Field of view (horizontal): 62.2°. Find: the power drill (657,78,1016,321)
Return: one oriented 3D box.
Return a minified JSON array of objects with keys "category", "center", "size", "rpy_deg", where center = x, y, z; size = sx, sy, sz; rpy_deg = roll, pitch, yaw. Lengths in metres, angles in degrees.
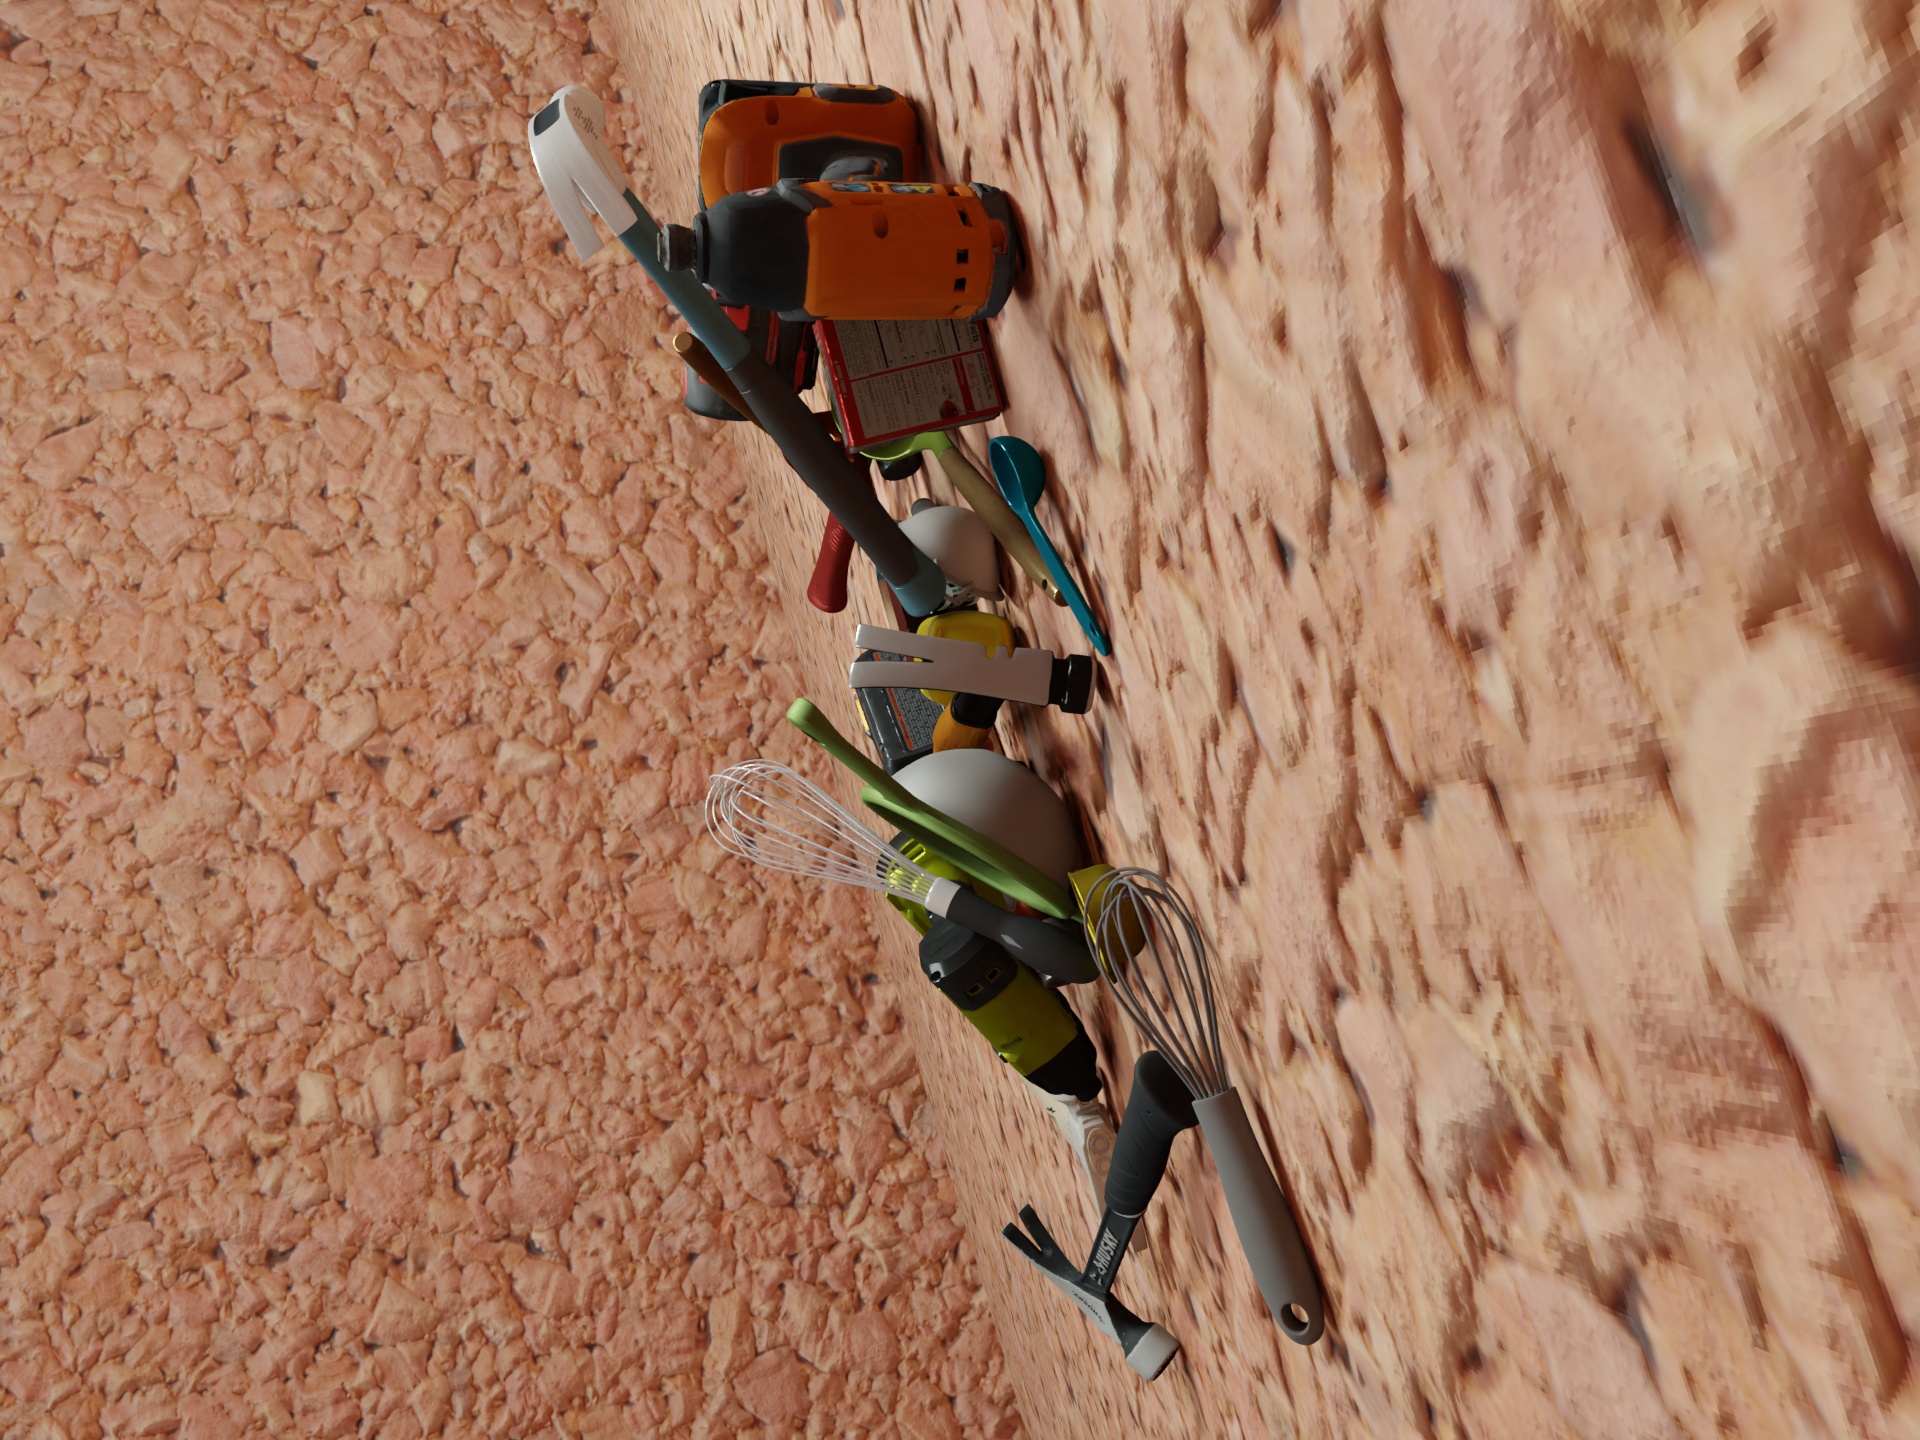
[{"category":"power drill","center":[-0.078,-0.264,0.807],"size":[0.227,0.164,0.084],"rpy_deg":[-115,25,-54]}]

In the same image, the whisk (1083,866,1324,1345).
[{"category":"whisk","center":[0.120,0.183,0.767],"size":[0.055,0.055,0.239],"rpy_deg":[110,140,-75]}]

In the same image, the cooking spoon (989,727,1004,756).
[{"category":"cooking spoon","center":[0.022,0.022,1.172],"size":[0.068,0.017,0.319],"rpy_deg":[95,158,-69]}]

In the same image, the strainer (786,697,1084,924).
[{"category":"strainer","center":[-0.010,0.033,0.947],"size":[0.152,0.069,0.256],"rpy_deg":[22,166,42]}]

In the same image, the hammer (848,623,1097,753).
[{"category":"hammer","center":[-0.002,-0.003,0.976],"size":[0.337,0.127,0.034],"rpy_deg":[110,167,-81]}]

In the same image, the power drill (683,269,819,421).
[{"category":"power drill","center":[-0.144,-0.311,1.123],"size":[0.227,0.080,0.188],"rpy_deg":[-86,4,-77]}]

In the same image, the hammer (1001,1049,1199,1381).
[{"category":"hammer","center":[0.101,0.310,1.019],"size":[0.149,0.036,0.408],"rpy_deg":[37,150,22]}]

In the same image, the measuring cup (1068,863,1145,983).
[{"category":"measuring cup","center":[0.092,0.127,0.934],"size":[0.156,0.029,0.062],"rpy_deg":[65,-176,-65]}]

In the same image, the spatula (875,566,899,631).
[{"category":"spatula","center":[-0.072,-0.101,1.453],"size":[0.082,0.044,0.317],"rpy_deg":[158,95,-71]}]

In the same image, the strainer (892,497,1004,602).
[{"category":"strainer","center":[-0.012,-0.126,1.050],"size":[0.086,0.050,0.259],"rpy_deg":[31,-171,-15]}]

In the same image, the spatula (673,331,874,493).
[{"category":"spatula","center":[-0.115,-0.197,1.019],"size":[0.322,0.041,0.081],"rpy_deg":[22,-127,-80]}]

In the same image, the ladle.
[{"category":"ladle","center":[-0.009,-0.146,0.946],"size":[0.320,0.062,0.078],"rpy_deg":[-122,38,-52]}]

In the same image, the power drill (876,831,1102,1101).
[{"category":"power drill","center":[0.022,0.171,1.148],"size":[0.171,0.080,0.223],"rpy_deg":[50,-178,-25]}]

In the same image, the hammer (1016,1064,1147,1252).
[{"category":"hammer","center":[0.070,0.308,1.336],"size":[0.411,0.038,0.146],"rpy_deg":[-158,51,-79]}]

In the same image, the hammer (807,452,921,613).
[{"category":"hammer","center":[-0.096,-0.192,1.327],"size":[0.359,0.036,0.149],"rpy_deg":[118,135,-67]}]

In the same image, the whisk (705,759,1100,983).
[{"category":"whisk","center":[-0.039,0.100,1.018],"size":[0.285,0.070,0.070],"rpy_deg":[25,154,13]}]

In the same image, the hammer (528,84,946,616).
[{"category":"hammer","center":[-0.111,-0.186,0.855],"size":[0.330,0.033,0.128],"rpy_deg":[51,-165,-28]}]

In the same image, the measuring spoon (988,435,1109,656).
[{"category":"measuring spoon","center":[0.052,-0.091,0.810],"size":[0.129,0.021,0.042],"rpy_deg":[63,169,12]}]

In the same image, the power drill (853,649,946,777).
[{"category":"power drill","center":[-0.019,0.057,1.306],"size":[0.226,0.084,0.186],"rpy_deg":[80,170,-60]}]
